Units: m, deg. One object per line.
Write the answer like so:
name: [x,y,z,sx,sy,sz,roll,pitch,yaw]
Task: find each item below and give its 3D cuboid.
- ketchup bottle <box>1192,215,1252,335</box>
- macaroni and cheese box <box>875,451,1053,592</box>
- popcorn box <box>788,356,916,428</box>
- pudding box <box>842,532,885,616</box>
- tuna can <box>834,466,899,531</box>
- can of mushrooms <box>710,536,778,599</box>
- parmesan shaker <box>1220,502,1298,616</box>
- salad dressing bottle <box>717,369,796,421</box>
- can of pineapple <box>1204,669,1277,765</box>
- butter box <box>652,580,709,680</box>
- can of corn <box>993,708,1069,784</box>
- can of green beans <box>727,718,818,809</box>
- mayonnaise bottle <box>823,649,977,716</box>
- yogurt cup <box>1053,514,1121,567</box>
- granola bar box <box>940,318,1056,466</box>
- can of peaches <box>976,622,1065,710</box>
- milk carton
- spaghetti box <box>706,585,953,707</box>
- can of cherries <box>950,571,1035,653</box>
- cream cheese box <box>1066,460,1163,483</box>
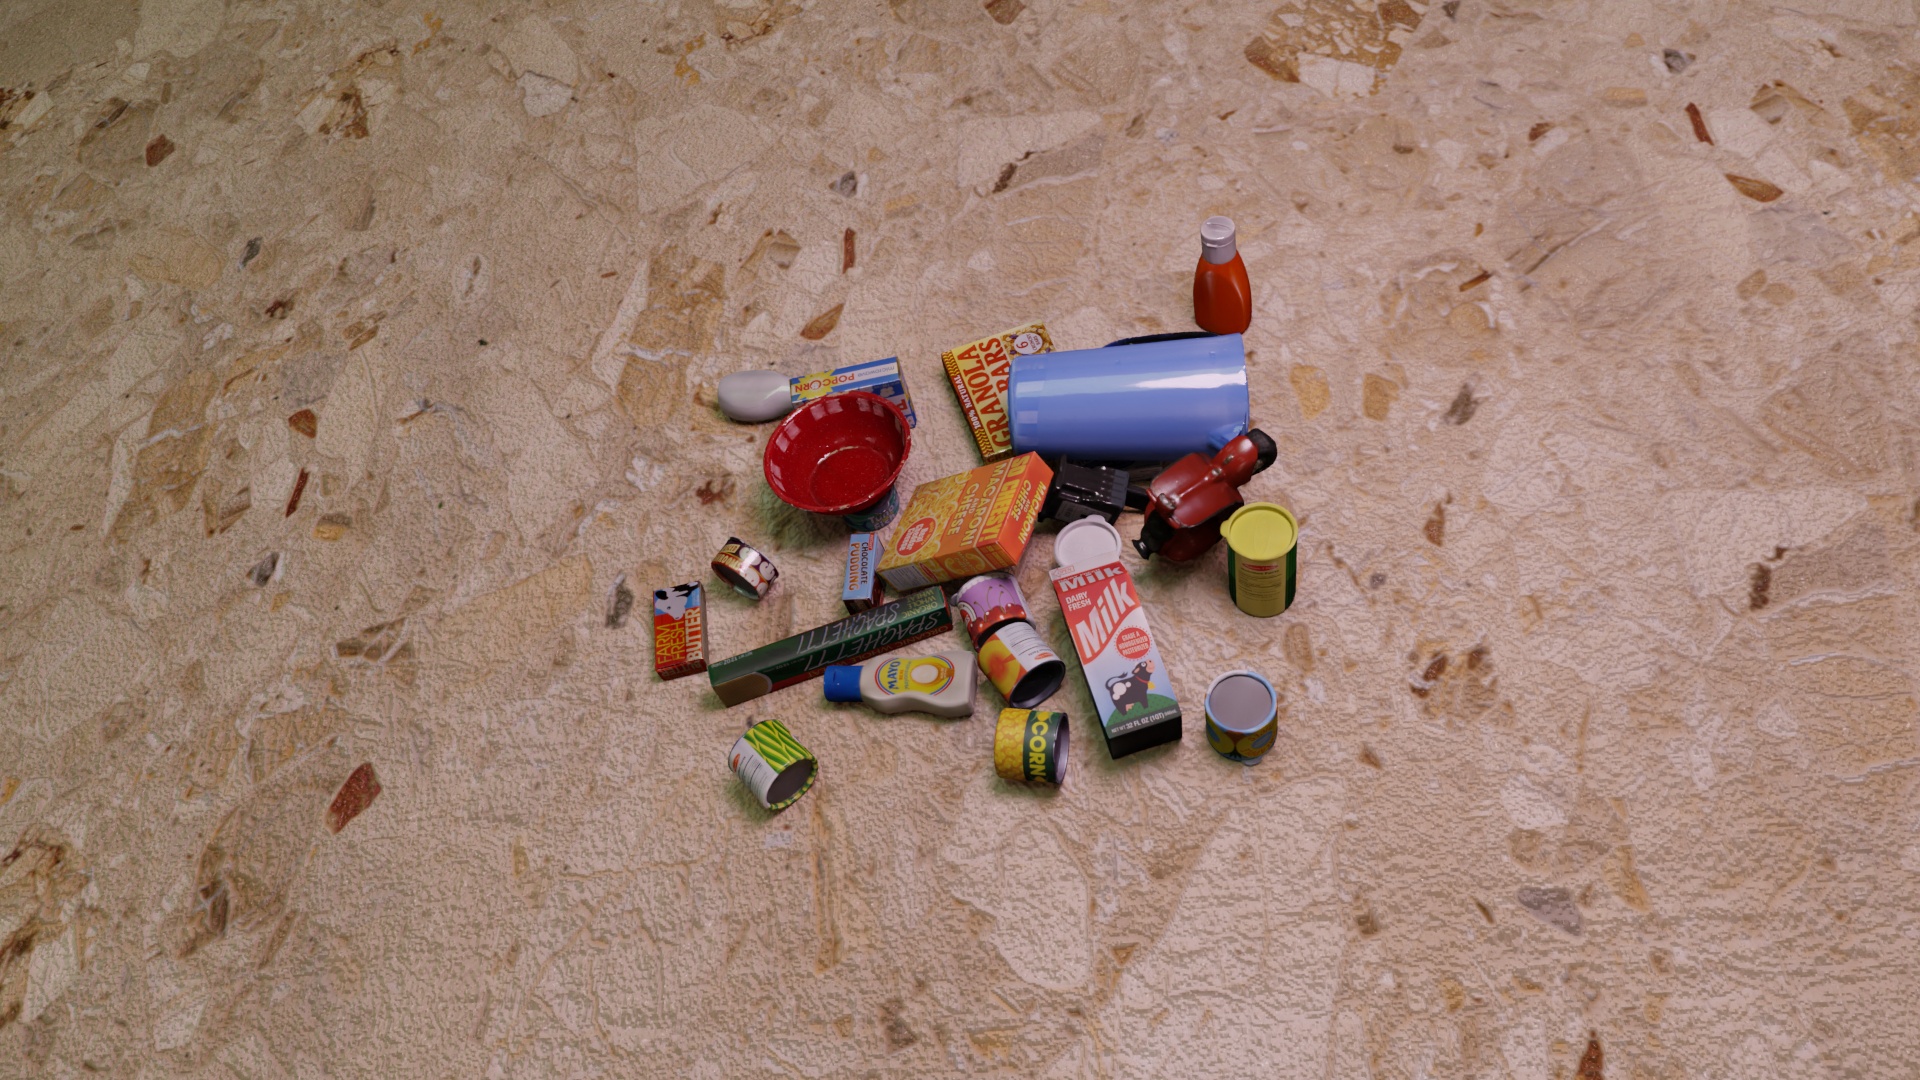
ketchup bottle: [0.286,-0.290,1.524,0.065,0.148,0.044,16,62,23]
macaroni and cheese box: [0.005,-0.018,1.410,0.166,0.040,0.124,-14,40,41]
popcorn box: [-0.120,-0.154,1.559,0.127,0.085,0.038,-11,55,5]
pudding box: [-0.098,0.039,1.440,0.030,0.049,0.084,-4,55,12]
tuna can: [-0.099,-0.043,1.508,0.071,0.032,0.071,-6,54,9]
can of mushrooms: [-0.229,0.029,1.463,0.071,0.070,0.033,23,65,26]
parmesan shaker: [0.287,0.019,1.335,0.071,0.102,0.071,-6,55,8]
salad dressing bottle: [-0.206,-0.169,1.616,0.148,0.043,0.064,1,54,12]
can of pineapple: [0.258,0.161,1.269,0.071,0.057,0.071,-6,55,8]
butter box: [-0.294,0.094,1.461,0.053,0.024,0.104,-13,54,3]
can of corn: [0.066,0.190,1.284,0.058,0.071,0.071,3,56,16]
can of green beans: [-0.178,0.214,1.325,0.071,0.071,0.058,-41,58,-16]
mayonnaise bottle: [-0.059,0.141,1.365,0.148,0.041,0.065,-2,57,11]
yogurt cup: [0.131,0.020,1.399,0.072,0.053,0.073,-6,55,9]
granola bar box: [0.061,-0.161,1.552,0.124,0.039,0.166,-19,54,-2]
can of peaches: [0.057,0.123,1.338,0.071,0.071,0.058,-34,55,-11]
milk carton: [0.144,0.100,1.310,0.072,0.073,0.191,-17,63,1]
spaghetti box: [-0.129,0.107,1.399,0.250,0.050,0.029,-19,56,-1]
can of cherries: [0.032,0.074,1.376,0.071,0.071,0.058,-21,55,-2]
cream cheese box: [0.162,-0.085,1.484,0.104,0.024,0.053,-10,53,6]
